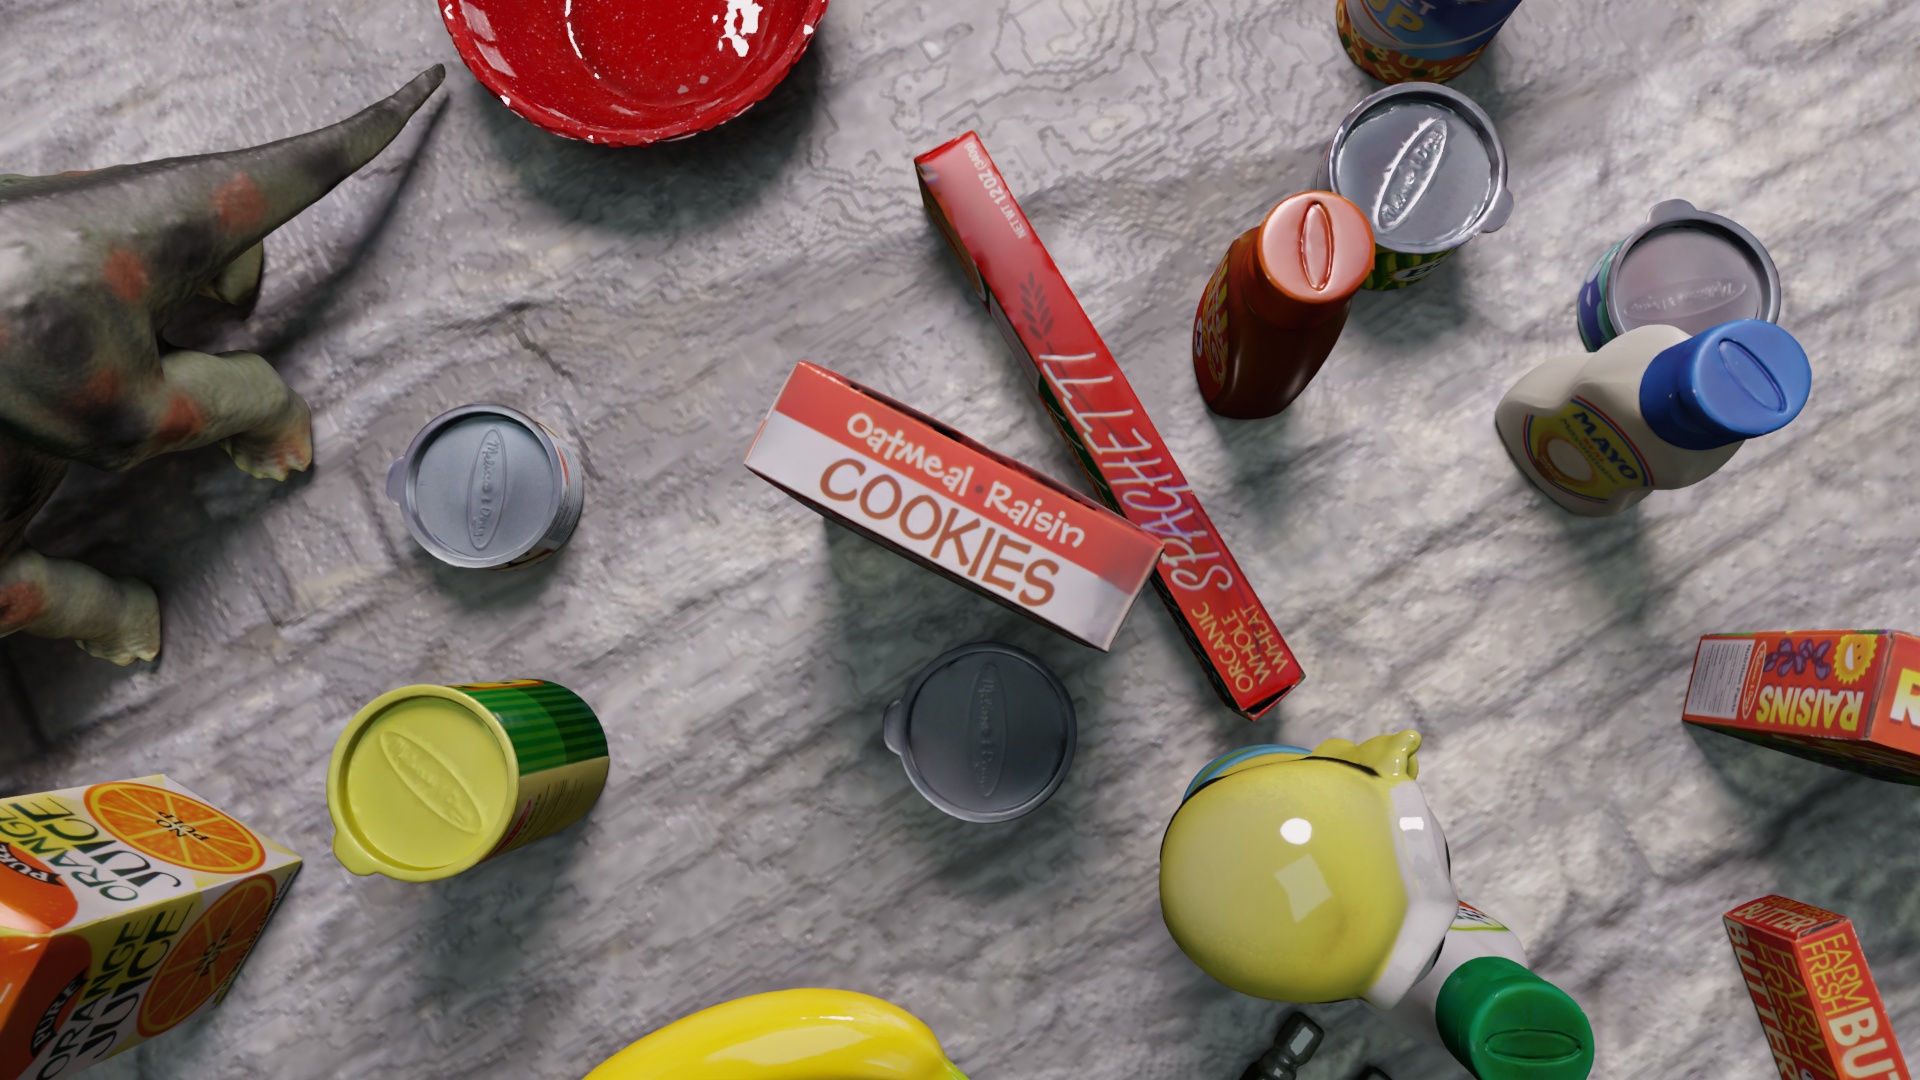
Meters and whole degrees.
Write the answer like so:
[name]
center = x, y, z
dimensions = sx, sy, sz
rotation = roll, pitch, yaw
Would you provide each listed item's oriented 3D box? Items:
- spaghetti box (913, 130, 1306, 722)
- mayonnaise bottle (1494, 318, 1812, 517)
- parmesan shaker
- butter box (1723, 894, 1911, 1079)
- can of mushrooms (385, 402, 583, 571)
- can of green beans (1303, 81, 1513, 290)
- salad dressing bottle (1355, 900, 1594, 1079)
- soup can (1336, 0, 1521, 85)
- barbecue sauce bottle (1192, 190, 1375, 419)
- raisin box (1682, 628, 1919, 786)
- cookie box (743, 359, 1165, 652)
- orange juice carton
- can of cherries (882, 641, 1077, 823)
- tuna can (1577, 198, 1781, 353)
[spaghetti box]
center = 0.056, -0.044, 0.546
dimensions = 0.029, 0.050, 0.250
rotation = -31, 85, 0
[mayonnaise bottle]
center = 0.240, -0.044, 0.489
dimensions = 0.041, 0.148, 0.065
rotation = -38, 85, 0
[parmesan shaker]
center = -0.181, 0.087, 0.519
dimensions = 0.071, 0.103, 0.071
rotation = 0, 86, 3
[butter box]
center = 0.322, 0.187, 0.514
dimensions = 0.024, 0.053, 0.103
rotation = -18, 85, 1
[can of mushrooms]
center = -0.192, -0.021, 0.563
dimensions = 0.071, 0.033, 0.071
rotation = 0, 85, 3
[can of green beans]
center = 0.171, -0.137, 0.545
dimensions = 0.071, 0.058, 0.071
rotation = 0, 86, 3
[salad dressing bottle]
center = 0.170, 0.152, 0.476
dimensions = 0.064, 0.147, 0.044
rotation = 1, 86, 3
[soup can]
center = 0.184, -0.222, 0.538
dimensions = 0.071, 0.083, 0.071
rotation = 0, 86, 3
[barbecue sauce bottle]
center = 0.113, -0.085, 0.498
dimensions = 0.044, 0.148, 0.065
rotation = 0, 86, 3
[raisin box]
center = 0.328, 0.061, 0.489
dimensions = 0.086, 0.123, 0.040
rotation = 17, 87, 4
[cookie box]
center = 0.002, -0.006, 0.486
dimensions = 0.123, 0.167, 0.040
rotation = 27, 88, 4
[orange juice carton]
center = -0.321, 0.137, 0.476
dimensions = 0.073, 0.192, 0.072
rotation = 29, 88, 4
[can of cherries]
center = 0.008, 0.071, 0.534
dimensions = 0.071, 0.058, 0.071
rotation = 0, 86, 3
[tuna can]
center = 0.282, -0.096, 0.549
dimensions = 0.071, 0.033, 0.071
rotation = 0, 85, 3
